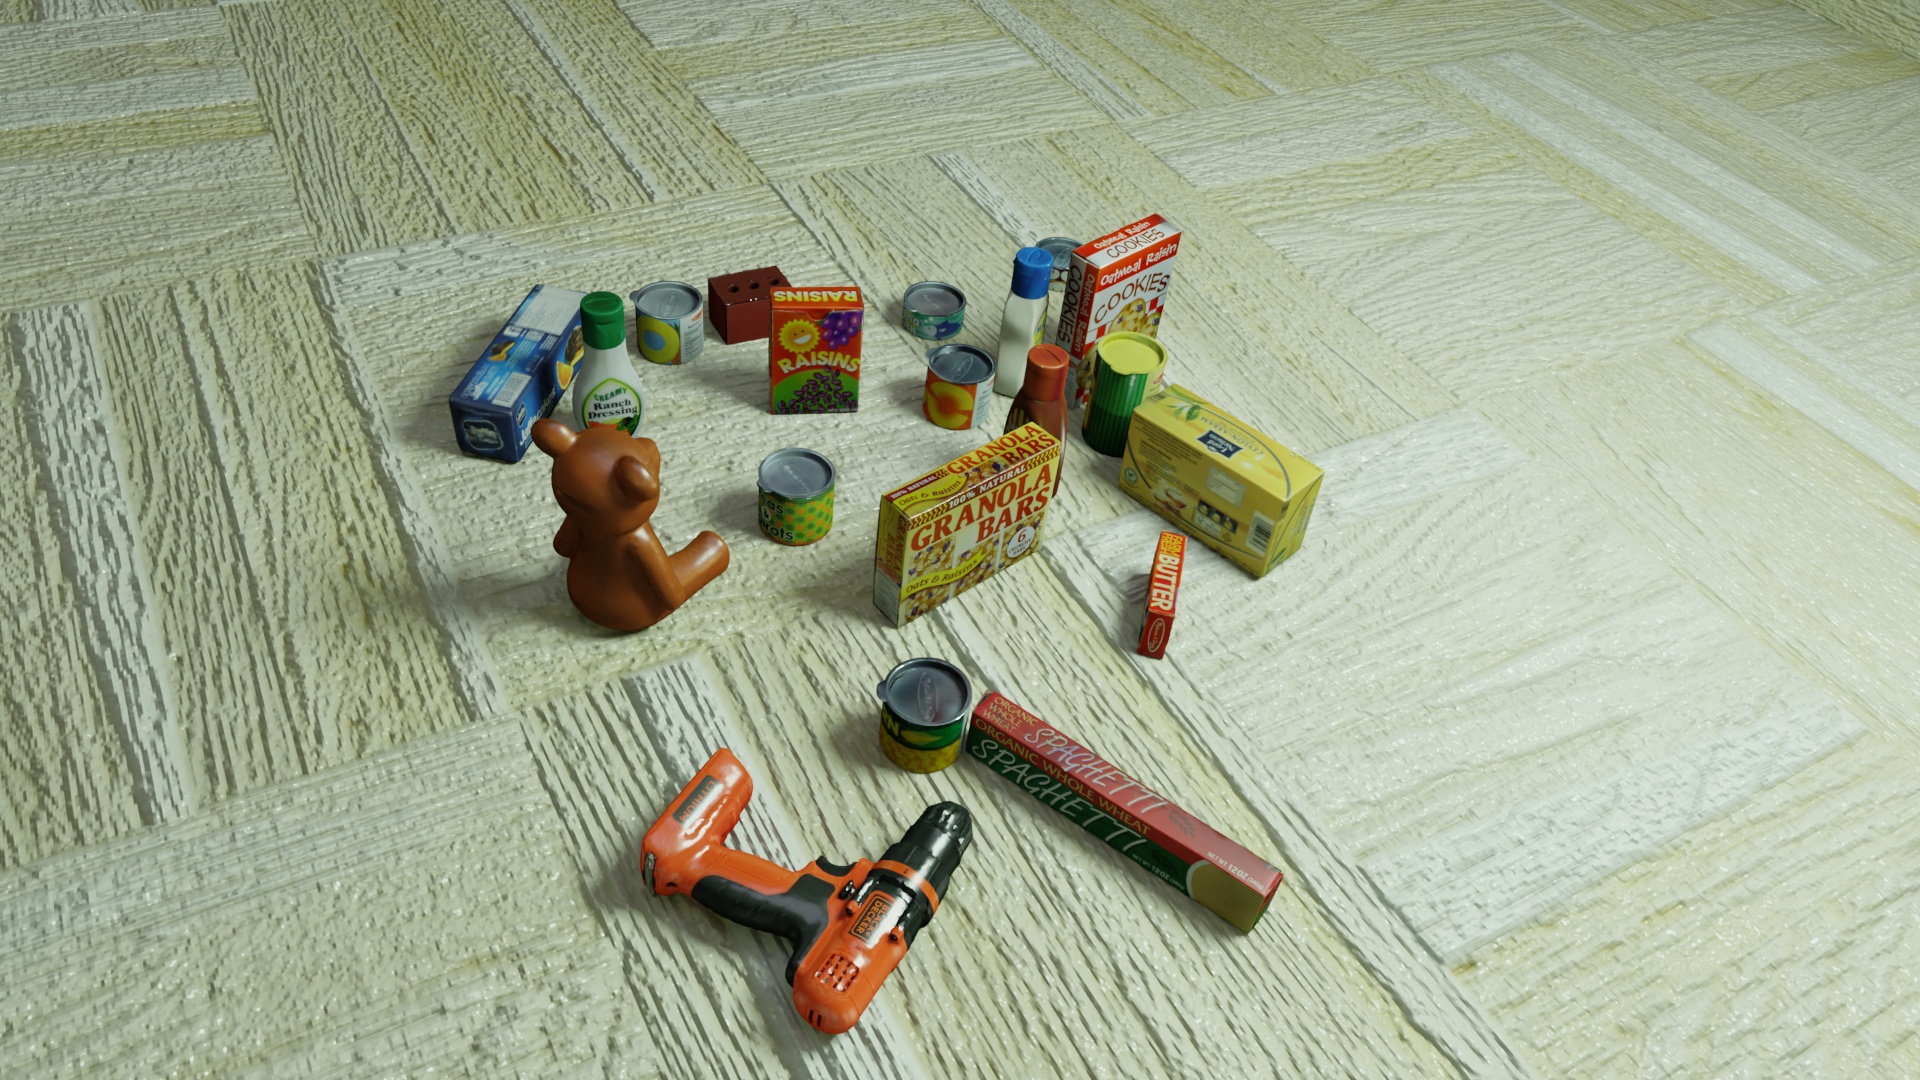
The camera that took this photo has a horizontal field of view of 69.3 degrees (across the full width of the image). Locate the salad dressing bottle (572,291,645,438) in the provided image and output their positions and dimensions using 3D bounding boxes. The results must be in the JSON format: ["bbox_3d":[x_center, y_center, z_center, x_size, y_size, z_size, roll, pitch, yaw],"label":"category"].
[{"bbox_3d":[-0.314,-0.150,1.232,0.064,0.146,0.044,-10,45,-19],"label":"salad dressing bottle"}]

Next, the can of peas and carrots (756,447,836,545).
[{"bbox_3d":[-0.144,-0.037,1.200,0.071,0.058,0.071,4,42,-4],"label":"can of peas and carrots"}]

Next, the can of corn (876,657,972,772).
[{"bbox_3d":[-0.029,0.131,1.037,0.071,0.058,0.071,4,42,-4],"label":"can of corn"}]

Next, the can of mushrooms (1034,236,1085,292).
[{"bbox_3d":[0.115,-0.308,1.554,0.071,0.033,0.071,4,42,-4],"label":"can of mushrooms"}]

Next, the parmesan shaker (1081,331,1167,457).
[{"bbox_3d":[0.153,-0.137,1.323,0.071,0.102,0.072,4,42,-4],"label":"parmesan shaker"}]

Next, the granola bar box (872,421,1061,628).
[{"bbox_3d":[0.004,-0.014,1.151,0.166,0.123,0.039,-28,53,-33],"label":"granola bar box"}]

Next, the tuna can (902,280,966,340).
[{"bbox_3d":[-0.030,-0.241,1.459,0.071,0.032,0.071,4,42,-4],"label":"tuna can"}]

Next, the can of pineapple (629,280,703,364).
[{"bbox_3d":[-0.289,-0.216,1.373,0.071,0.057,0.071,4,42,-4],"label":"can of pineapple"}]

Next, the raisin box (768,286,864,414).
[{"bbox_3d":[-0.138,-0.178,1.307,0.086,0.122,0.040,-2,43,-11],"label":"raisin box"}]

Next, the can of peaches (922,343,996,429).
[{"bbox_3d":[-0.004,-0.149,1.345,0.071,0.057,0.071,4,42,-4],"label":"can of peaches"}]

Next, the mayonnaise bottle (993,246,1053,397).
[{"bbox_3d":[0.063,-0.214,1.360,0.041,0.147,0.065,19,43,12],"label":"mayonnaise bottle"}]

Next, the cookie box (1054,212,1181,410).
[{"bbox_3d":[0.150,-0.226,1.372,0.123,0.166,0.040,-31,55,-34],"label":"cookie box"}]

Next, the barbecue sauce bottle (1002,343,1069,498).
[{"bbox_3d":[0.069,-0.106,1.242,0.044,0.147,0.065,-23,51,-30],"label":"barbecue sauce bottle"}]

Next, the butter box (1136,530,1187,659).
[{"bbox_3d":[0.169,0.044,1.165,0.024,0.052,0.104,13,43,5],"label":"butter box"}]

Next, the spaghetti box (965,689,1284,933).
[{"bbox_3d":[0.110,0.192,0.998,0.250,0.049,0.029,30,47,22],"label":"spaghetti box"}]
